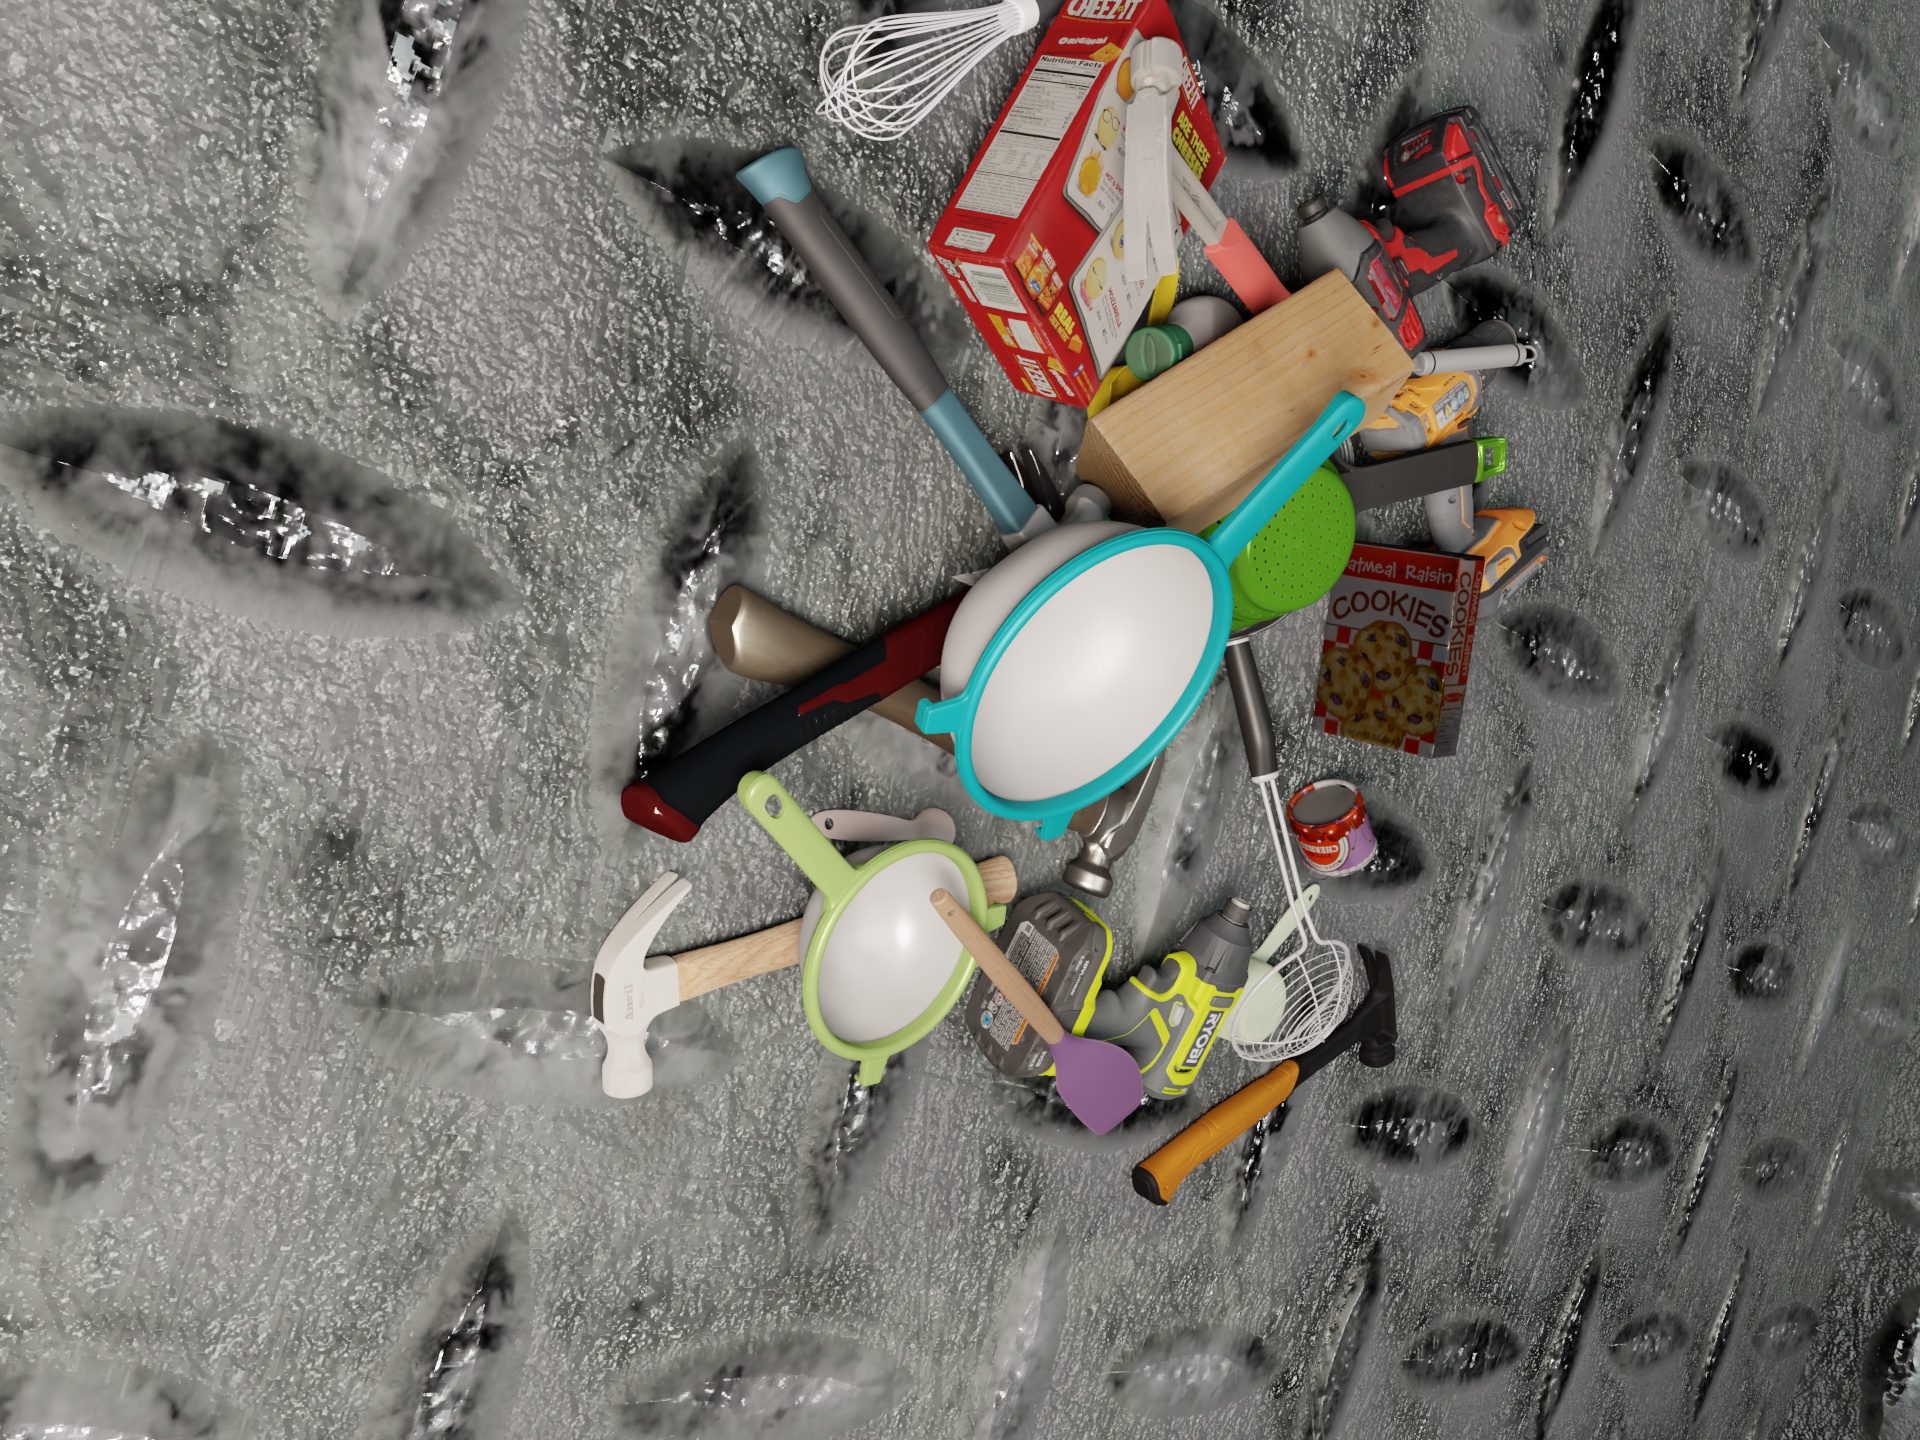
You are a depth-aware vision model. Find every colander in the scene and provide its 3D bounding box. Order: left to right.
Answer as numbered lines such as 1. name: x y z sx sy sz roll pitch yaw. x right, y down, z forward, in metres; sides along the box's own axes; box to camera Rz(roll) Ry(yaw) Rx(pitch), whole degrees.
1. colander: 0.297 -0.164 1.222 0.397 0.095 0.204 -16 115 -24

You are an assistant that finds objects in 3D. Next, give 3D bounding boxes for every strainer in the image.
1. strainer: -0.080 0.105 0.990 0.151 0.069 0.256 -50 134 -17
2. strainer: 0.106 -0.093 0.995 0.340 0.095 0.210 -47 143 0
3. strainer: 0.371 -0.293 1.296 0.258 0.050 0.087 -10 73 -23

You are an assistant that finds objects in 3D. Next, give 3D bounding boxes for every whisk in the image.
1. whisk: 0.015 -0.432 0.995 0.284 0.070 0.070 -39 124 -33

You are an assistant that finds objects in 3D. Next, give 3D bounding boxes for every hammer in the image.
1. hammer: -0.093 0.141 1.066 0.331 0.031 0.130 -13 110 -38
2. hammer: -0.057 -0.045 0.998 0.386 0.038 0.143 -32 109 -38
3. hammer: -0.024 -0.213 0.994 0.330 0.033 0.128 51 55 -26
4. hammer: -0.002 -0.004 1.102 0.410 0.038 0.146 29 81 -41
5. hammer: 0.189 -0.309 1.091 0.358 0.037 0.149 18 72 -62
6. hammer: 0.278 0.327 1.428 0.337 0.034 0.127 -26 118 -33

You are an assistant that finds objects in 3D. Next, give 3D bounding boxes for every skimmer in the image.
1. skimmer: 0.247 0.107 1.318 0.127 0.090 0.363 -16 94 -30

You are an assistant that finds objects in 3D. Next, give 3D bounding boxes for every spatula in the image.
1. spatula: 0.057 0.203 1.099 0.060 0.018 0.315 -40 132 -3

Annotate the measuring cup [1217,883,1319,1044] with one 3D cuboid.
1. measuring cup: 0.278 0.212 1.393 0.167 0.038 0.083 -49 127 -17

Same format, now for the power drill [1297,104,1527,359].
1. power drill: 0.342 -0.379 1.236 0.220 0.078 0.143 -47 111 -31

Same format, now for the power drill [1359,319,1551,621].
1. power drill: 0.448 -0.224 1.400 0.185 0.084 0.226 -41 120 -25

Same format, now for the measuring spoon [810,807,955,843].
1. measuring spoon: -0.050 0.074 1.091 0.124 0.018 0.034 8 84 -40

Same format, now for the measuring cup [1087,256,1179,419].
1. measuring cup: 0.128 -0.272 1.156 0.062 0.029 0.156 32 68 -44

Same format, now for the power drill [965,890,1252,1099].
1. power drill: 0.126 0.204 1.220 0.223 0.080 0.171 13 107 -41
